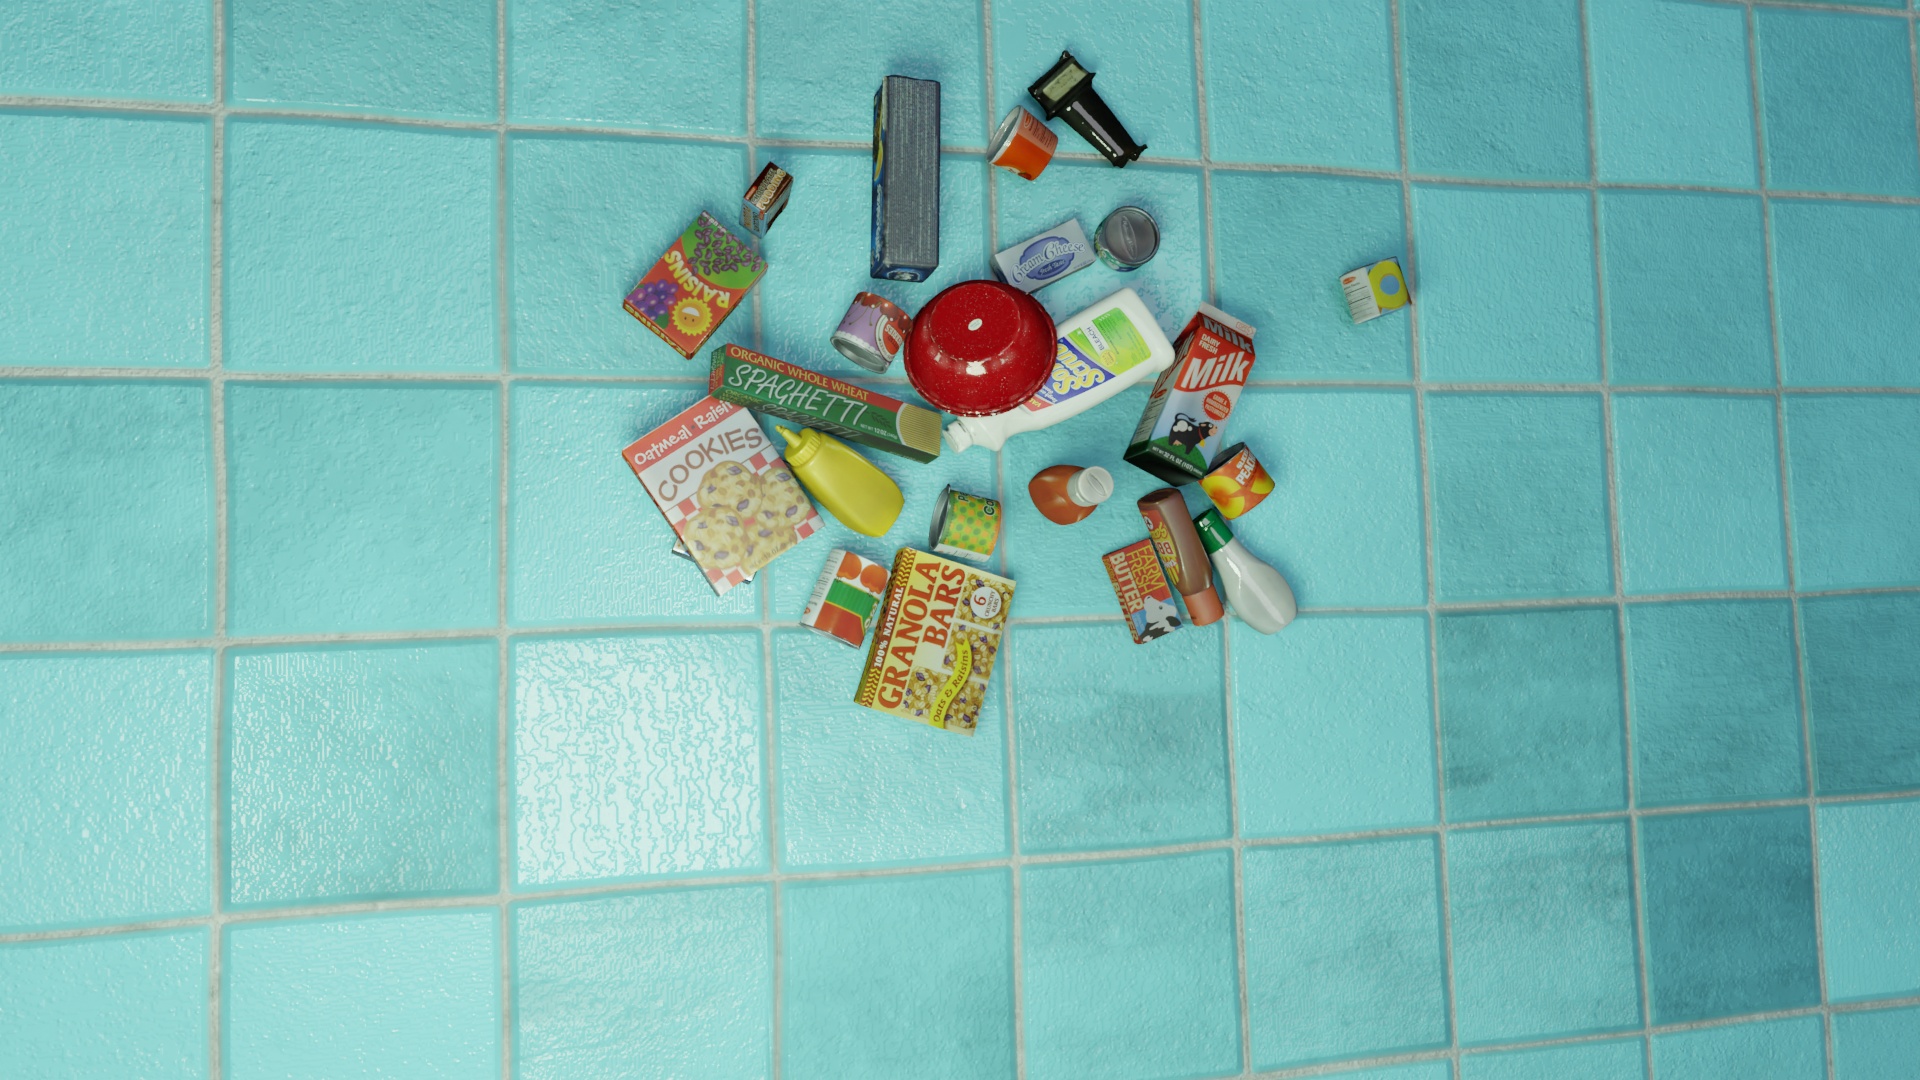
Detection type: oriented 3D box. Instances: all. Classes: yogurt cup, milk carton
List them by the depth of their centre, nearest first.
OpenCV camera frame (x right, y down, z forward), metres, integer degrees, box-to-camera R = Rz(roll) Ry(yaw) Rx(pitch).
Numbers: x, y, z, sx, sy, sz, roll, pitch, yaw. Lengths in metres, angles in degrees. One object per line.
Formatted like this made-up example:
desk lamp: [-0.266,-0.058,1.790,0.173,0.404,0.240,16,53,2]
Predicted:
yogurt cup: [0.067,-0.417,1.468,0.054,0.072,0.072,27,80,-19]
milk carton: [0.252,-0.159,1.487,0.072,0.073,0.191,26,80,-11]

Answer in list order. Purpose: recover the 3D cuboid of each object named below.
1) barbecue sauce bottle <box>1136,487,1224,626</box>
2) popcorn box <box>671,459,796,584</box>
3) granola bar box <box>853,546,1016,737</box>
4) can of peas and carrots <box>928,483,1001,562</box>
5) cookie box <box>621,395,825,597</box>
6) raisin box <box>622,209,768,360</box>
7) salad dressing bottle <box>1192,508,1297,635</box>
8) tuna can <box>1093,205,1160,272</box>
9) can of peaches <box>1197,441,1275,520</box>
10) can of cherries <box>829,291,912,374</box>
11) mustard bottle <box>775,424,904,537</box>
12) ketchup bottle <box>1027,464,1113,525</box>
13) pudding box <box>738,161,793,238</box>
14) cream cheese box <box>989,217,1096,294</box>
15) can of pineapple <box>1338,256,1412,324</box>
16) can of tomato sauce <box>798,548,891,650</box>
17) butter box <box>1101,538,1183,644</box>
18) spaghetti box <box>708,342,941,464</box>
barbecue sauce bottle: [0.238,0.018,1.478,0.044,0.065,0.148,-27,101,-13]
popcorn box: [-0.223,-0.031,1.377,0.085,0.038,0.127,23,81,-11]
granola bar box: [-0.026,0.103,1.415,0.124,0.039,0.165,18,82,-13]
can of peas and carrots: [0.005,-0.018,1.418,0.059,0.071,0.071,14,83,-13]
cookie box: [-0.228,-0.049,1.336,0.123,0.040,0.167,-35,93,-15]
raisin box: [-0.264,-0.254,1.385,0.086,0.040,0.123,40,77,-9]
salad dressing bottle: [0.303,0.033,1.501,0.064,0.044,0.147,-39,94,-11]
tuna can: [0.177,-0.325,1.503,0.071,0.033,0.071,1,85,-14]
can of peaches: [0.297,-0.064,1.492,0.071,0.071,0.058,-39,97,-13]
can of cherries: [-0.088,-0.210,1.409,0.071,0.071,0.058,31,79,-10]
mustard bottle: [-0.126,-0.068,1.373,0.160,0.049,0.065,42,70,-31]
ketchup bottle: [0.114,-0.049,1.406,0.043,0.148,0.064,-42,96,-11]
pudding box: [-0.194,-0.338,1.386,0.030,0.083,0.050,35,79,-6]
cream cheese box: [0.088,-0.299,1.483,0.104,0.024,0.053,-28,91,-14]
can of pineapple: [0.466,-0.280,1.554,0.071,0.071,0.058,-19,91,-14]
can of tomato sauce: [-0.113,0.059,1.384,0.071,0.071,0.083,24,80,-11]
butter box: [0.194,0.054,1.481,0.053,0.024,0.103,-22,91,-15]
spaghetti box: [-0.128,-0.132,1.369,0.250,0.028,0.050,16,64,-31]
